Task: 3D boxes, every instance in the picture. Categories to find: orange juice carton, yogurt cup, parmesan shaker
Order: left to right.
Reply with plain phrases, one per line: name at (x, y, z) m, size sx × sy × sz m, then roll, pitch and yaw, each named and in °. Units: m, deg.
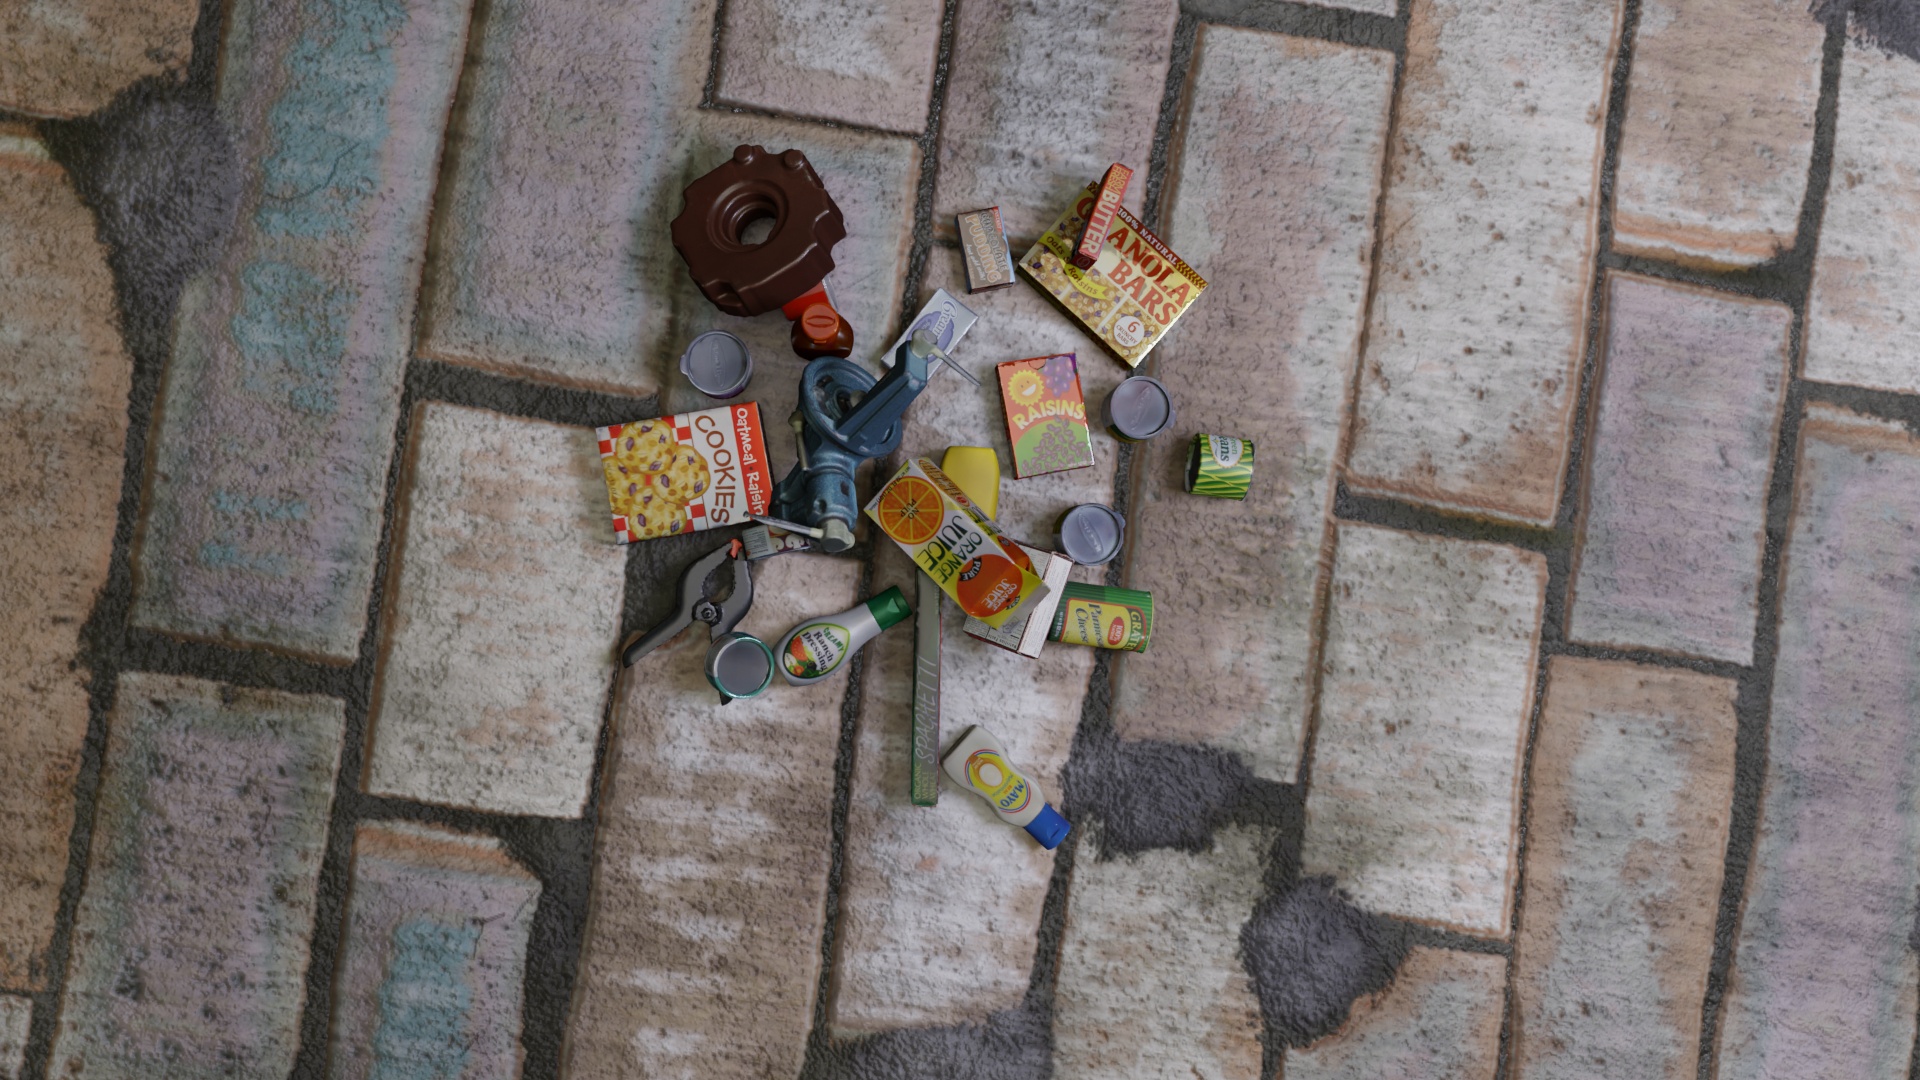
yogurt cup at (-0.162, -0.261, 1.440) m, size 0.054 × 0.072 × 0.072 m, roll -18°, pitch 91°, yaw 3°
orange juice carton at (0.001, 0.007, 1.393) m, size 0.193 × 0.073 × 0.071 m, roll 45°, pitch 104°, yaw 8°
parmesan shaker at (0.144, 0.082, 1.460) m, size 0.103 × 0.071 × 0.071 m, roll 7°, pitch 89°, yaw -5°

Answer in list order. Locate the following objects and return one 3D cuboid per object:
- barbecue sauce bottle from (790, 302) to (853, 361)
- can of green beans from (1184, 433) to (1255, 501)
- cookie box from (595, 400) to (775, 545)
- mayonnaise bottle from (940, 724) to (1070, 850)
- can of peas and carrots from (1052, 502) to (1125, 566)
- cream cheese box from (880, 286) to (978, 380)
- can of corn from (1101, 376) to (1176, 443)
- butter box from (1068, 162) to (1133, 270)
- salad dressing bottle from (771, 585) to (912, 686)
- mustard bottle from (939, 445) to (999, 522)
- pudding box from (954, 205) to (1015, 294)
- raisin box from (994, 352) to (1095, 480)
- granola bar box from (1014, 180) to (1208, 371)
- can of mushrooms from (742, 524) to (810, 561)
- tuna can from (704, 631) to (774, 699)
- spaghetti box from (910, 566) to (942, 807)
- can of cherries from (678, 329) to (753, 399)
barbecue sauce bottle at (-0.140, -0.209, 1.398) m, size 0.065 × 0.148 × 0.043 m, roll 2°, pitch 90°, yaw -5°
can of green beans at (0.274, -0.078, 1.473) m, size 0.058 × 0.071 × 0.071 m, roll 8°, pitch 89°, yaw -5°
cookie box at (-0.280, -0.070, 1.438) m, size 0.168 × 0.040 × 0.123 m, roll -10°, pitch 90°, yaw -4°
mayonnaise bottle at (0.050, 0.263, 1.460) m, size 0.148 × 0.041 × 0.065 m, roll 43°, pitch 83°, yaw -2°
can of peas and carrots at (0.135, -0.007, 1.464) m, size 0.071 × 0.058 × 0.071 m, roll 0°, pitch 89°, yaw -6°
cream cheese box at (-0.033, -0.212, 1.469) m, size 0.053 × 0.024 × 0.104 m, roll 38°, pitch 86°, yaw -4°
can of corn at (0.188, -0.137, 1.471) m, size 0.071 × 0.058 × 0.071 m, roll 0°, pitch 89°, yaw -5°
butter box at (0.145, -0.334, 1.433) m, size 0.024 × 0.053 × 0.103 m, roll 22°, pitch 86°, yaw -6°
salad dressing bottle at (-0.122, 0.097, 1.446) m, size 0.148 × 0.044 × 0.064 m, roll -30°, pitch 92°, yaw -5°
mustard bottle at (0.005, -0.018, 1.457) m, size 0.065 × 0.049 × 0.160 m, roll 4°, pitch 90°, yaw 0°
pudding box at (0.026, -0.308, 1.474) m, size 0.050 × 0.030 × 0.083 m, roll -11°, pitch 90°, yaw -6°
raisin box at (0.088, -0.132, 1.472) m, size 0.086 × 0.040 × 0.123 m, roll -10°, pitch 89°, yaw -4°
granola bar box at (0.160, -0.281, 1.481) m, size 0.165 × 0.039 × 0.124 m, roll 42°, pitch 85°, yaw -3°
can of mushrooms at (-0.188, -0.002, 1.432) m, size 0.071 × 0.071 × 0.033 m, roll -13°, pitch 89°, yaw -5°
tuna can at (-0.223, 0.129, 1.418) m, size 0.071 × 0.033 × 0.071 m, roll -2°, pitch 95°, yaw -26°
spaghetti box at (-0.035, 0.151, 1.450) m, size 0.029 × 0.050 × 0.250 m, roll 1°, pitch 89°, yaw -3°
can of cherries at (-0.251, -0.181, 1.433) m, size 0.071 × 0.058 × 0.071 m, roll 0°, pitch 90°, yaw -5°
